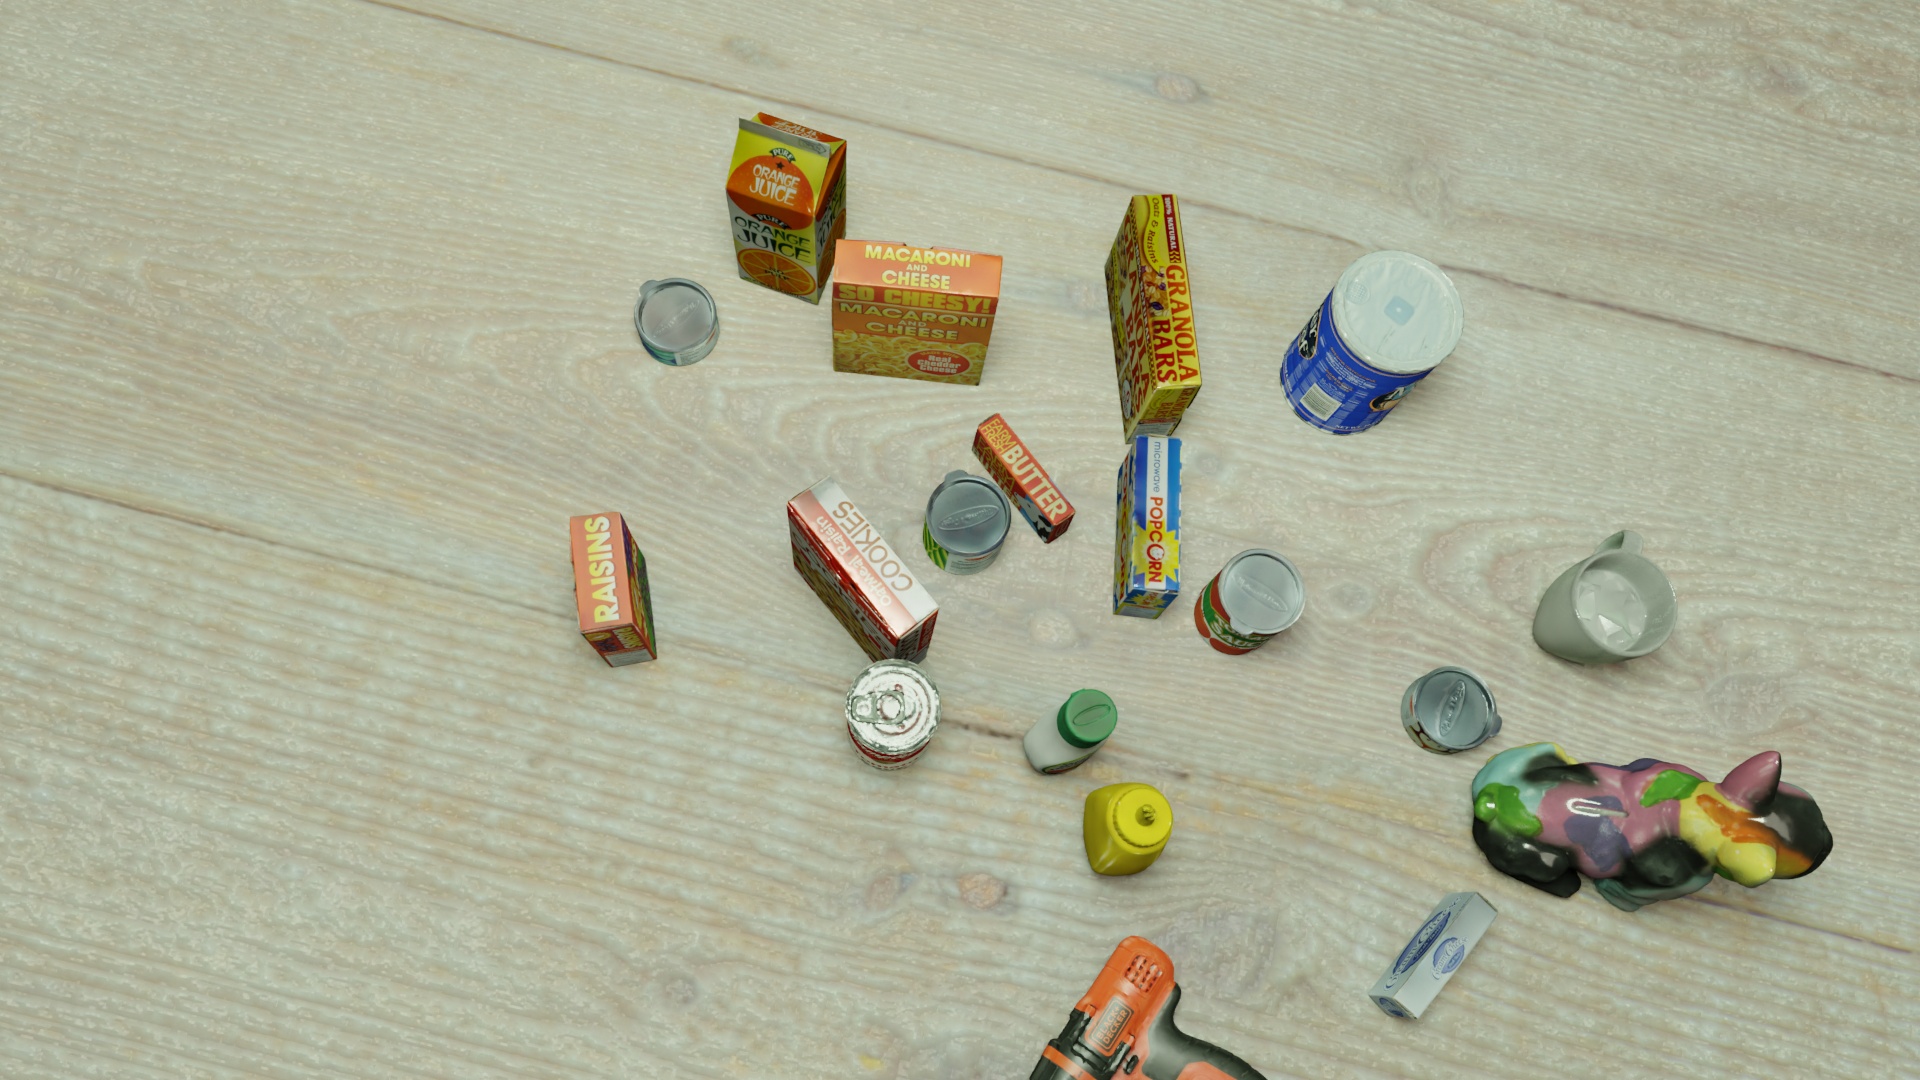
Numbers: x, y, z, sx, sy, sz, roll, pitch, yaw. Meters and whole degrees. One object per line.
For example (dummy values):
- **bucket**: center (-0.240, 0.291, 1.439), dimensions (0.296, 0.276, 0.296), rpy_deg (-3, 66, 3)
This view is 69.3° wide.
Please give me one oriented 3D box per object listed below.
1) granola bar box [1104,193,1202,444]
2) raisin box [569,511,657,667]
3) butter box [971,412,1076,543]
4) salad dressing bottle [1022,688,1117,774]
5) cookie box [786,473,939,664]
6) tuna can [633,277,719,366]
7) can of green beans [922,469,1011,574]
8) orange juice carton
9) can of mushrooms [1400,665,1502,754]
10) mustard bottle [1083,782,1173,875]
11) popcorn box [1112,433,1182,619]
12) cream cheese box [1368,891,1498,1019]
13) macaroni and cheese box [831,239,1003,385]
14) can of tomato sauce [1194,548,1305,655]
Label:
- **granola bar box**: center (0.154, -0.176, 1.119), dimensions (0.039, 0.124, 0.166), rpy_deg (-3, 74, -6)
- **raisin box**: center (-0.254, 0.038, 1.019), dimensions (0.040, 0.123, 0.086), rpy_deg (-8, 74, -7)
- **butter box**: center (0.049, -0.049, 1.109), dimensions (0.024, 0.053, 0.103), rpy_deg (-35, 79, -13)
- **salad dressing bottle**: center (0.082, 0.138, 1.005), dimensions (0.064, 0.147, 0.044), rpy_deg (-21, 76, -11)
- **cookie box**: center (-0.073, 0.033, 1.013), dimensions (0.040, 0.167, 0.123), rpy_deg (-38, 80, -14)
- **tuna can**: center (-0.233, -0.180, 1.135), dimensions (0.071, 0.032, 0.071), rpy_deg (1, 73, -5)
- **can of green beans**: center (0.004, -0.011, 1.091), dimensions (0.071, 0.057, 0.071), rpy_deg (1, 73, -5)
- **orange juice carton**: center (-0.134, -0.267, 1.086), dimensions (0.072, 0.192, 0.073), rpy_deg (19, 73, 1)
- **can of mushrooms**: center (0.385, 0.135, 1.092), dimensions (0.071, 0.033, 0.071), rpy_deg (1, 73, -5)
- **mustard bottle**: center (0.120, 0.201, 0.982), dimensions (0.049, 0.159, 0.065), rpy_deg (-2, 74, -6)
- **popcorn box**: center (0.146, -0.010, 1.088), dimensions (0.038, 0.085, 0.127), rpy_deg (5, 73, -3)
- **cream cheese box**: center (0.349, 0.306, 1.026), dimensions (0.024, 0.053, 0.104), rpy_deg (43, 74, 8)
- **macaroni and cheese box**: center (-0.037, -0.175, 1.080), dimensions (0.124, 0.166, 0.040), rpy_deg (5, 73, -3)
- **can of tomato sauce**: center (0.222, 0.051, 1.078), dimensions (0.071, 0.083, 0.071), rpy_deg (1, 73, -4)
